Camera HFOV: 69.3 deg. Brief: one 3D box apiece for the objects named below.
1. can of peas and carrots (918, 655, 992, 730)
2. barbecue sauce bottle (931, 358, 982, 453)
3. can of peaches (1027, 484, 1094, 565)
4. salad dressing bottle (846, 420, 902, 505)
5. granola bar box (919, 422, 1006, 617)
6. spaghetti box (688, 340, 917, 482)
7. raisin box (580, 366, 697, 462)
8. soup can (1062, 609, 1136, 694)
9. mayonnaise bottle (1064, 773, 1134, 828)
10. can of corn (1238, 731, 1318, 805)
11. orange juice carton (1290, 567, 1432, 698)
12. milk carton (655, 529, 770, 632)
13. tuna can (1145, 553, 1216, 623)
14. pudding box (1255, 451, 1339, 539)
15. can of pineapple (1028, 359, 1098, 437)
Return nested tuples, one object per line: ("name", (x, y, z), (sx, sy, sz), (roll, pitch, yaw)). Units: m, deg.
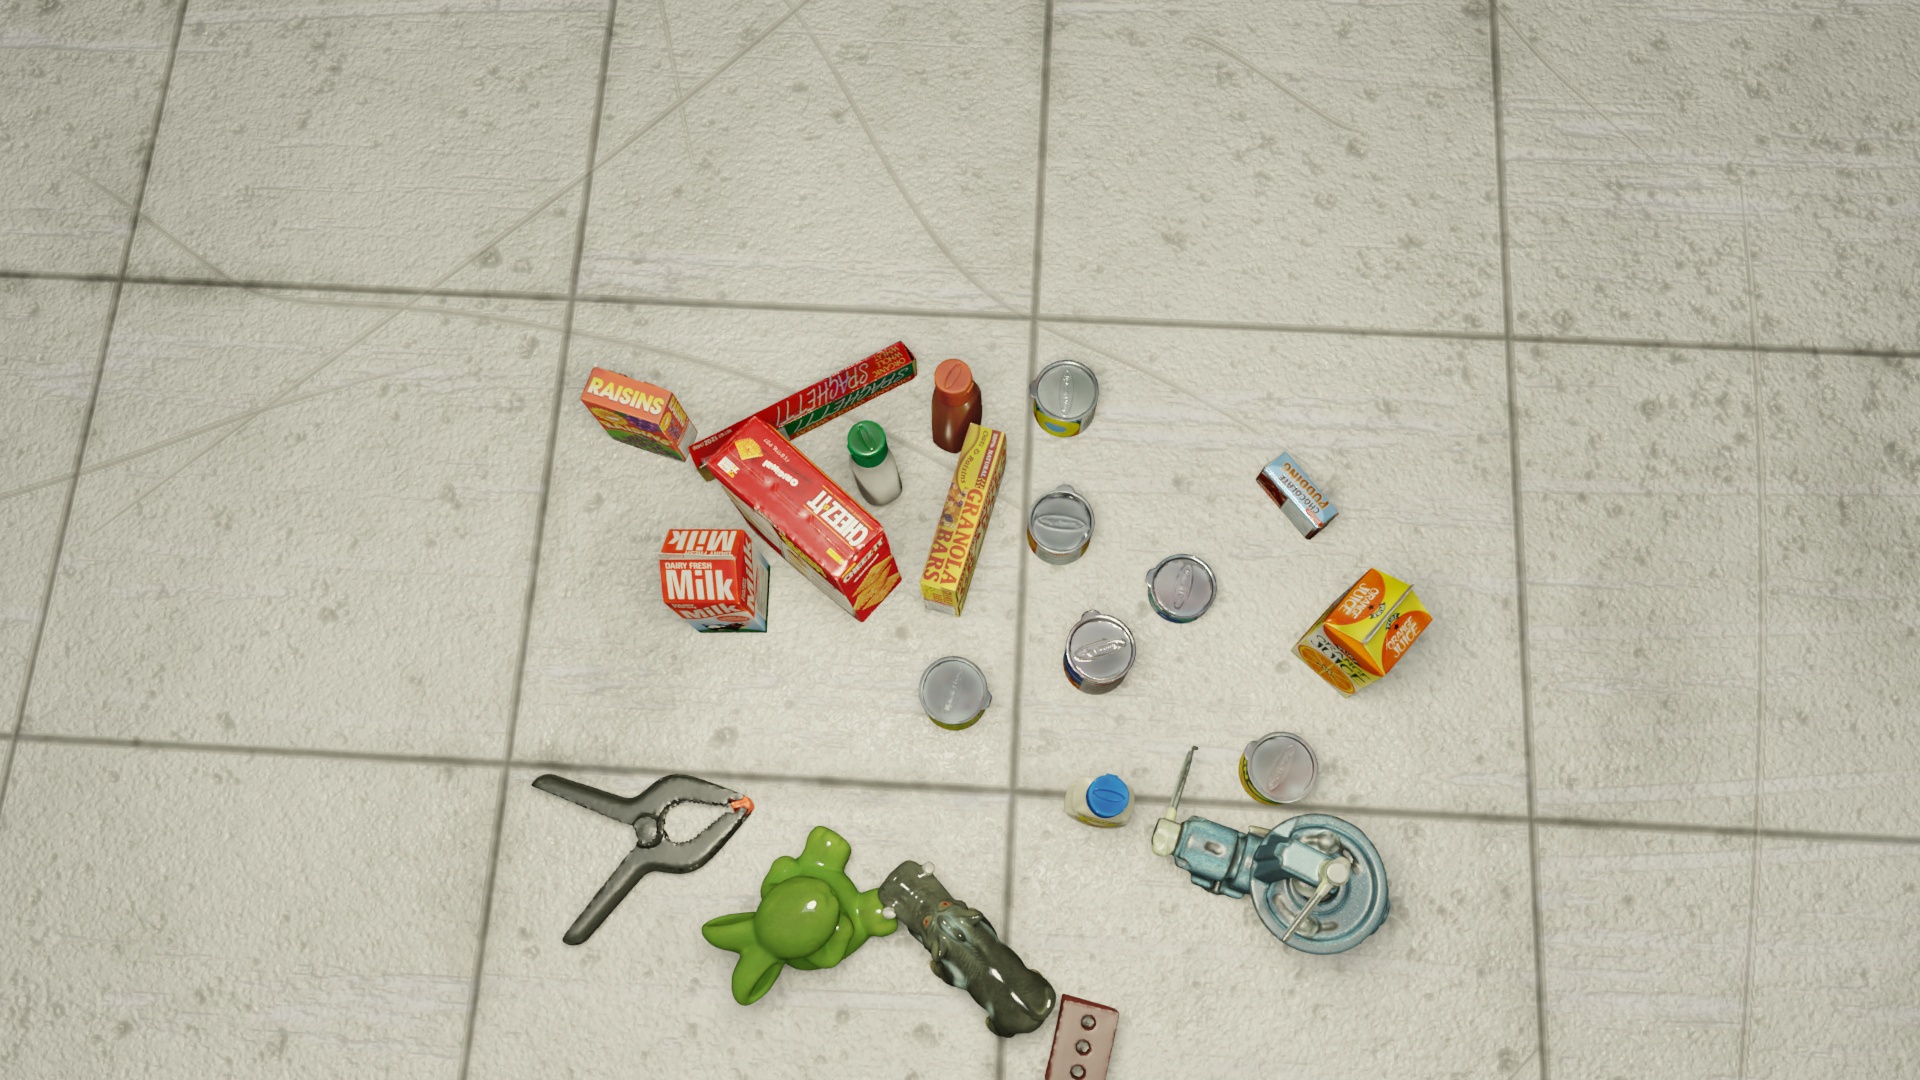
("can of peas and carrots", (-0.004, 0.150, 1.353), (0.071, 0.058, 0.071), (0, 75, 1))
("barbecue sauce bottle", (-0.005, -0.137, 1.383), (0.044, 0.148, 0.065), (28, 78, 8))
("can of peaches", (0.100, -0.015, 1.395), (0.071, 0.058, 0.071), (0, 75, 1))
("salad dressing bottle", (-0.086, -0.077, 1.370), (0.044, 0.147, 0.064), (-27, 77, -5))
("granola bar box", (0.005, -0.017, 1.363), (0.039, 0.124, 0.166), (16, 76, 6))
("spaghetti box", (-0.160, -0.134, 1.437), (0.250, 0.050, 0.029), (-28, 76, -6))
("raisin box", (-0.322, -0.126, 1.401), (0.086, 0.123, 0.040), (19, 77, 6))
("soup can", (0.133, 0.109, 1.347), (0.071, 0.083, 0.071), (0, 75, 1))
("mayonnaise bottle", (0.131, 0.240, 1.279), (0.065, 0.147, 0.041), (12, 76, 5))
("can of corn", (0.300, 0.217, 1.328), (0.071, 0.058, 0.071), (0, 75, 1))
("orange juice carton", (0.375, 0.085, 1.292), (0.073, 0.192, 0.072), (42, 80, 11))
("milk carton", (-0.233, 0.036, 1.321), (0.072, 0.190, 0.073), (1, 76, 2))
("tuna can", (0.218, 0.048, 1.388), (0.071, 0.032, 0.071), (0, 75, 1))
("pudding box", (0.339, -0.045, 1.401), (0.030, 0.049, 0.084), (-37, 77, -8))
("can of pineapple", (0.106, -0.146, 1.430), (0.071, 0.057, 0.071), (0, 75, 1))
